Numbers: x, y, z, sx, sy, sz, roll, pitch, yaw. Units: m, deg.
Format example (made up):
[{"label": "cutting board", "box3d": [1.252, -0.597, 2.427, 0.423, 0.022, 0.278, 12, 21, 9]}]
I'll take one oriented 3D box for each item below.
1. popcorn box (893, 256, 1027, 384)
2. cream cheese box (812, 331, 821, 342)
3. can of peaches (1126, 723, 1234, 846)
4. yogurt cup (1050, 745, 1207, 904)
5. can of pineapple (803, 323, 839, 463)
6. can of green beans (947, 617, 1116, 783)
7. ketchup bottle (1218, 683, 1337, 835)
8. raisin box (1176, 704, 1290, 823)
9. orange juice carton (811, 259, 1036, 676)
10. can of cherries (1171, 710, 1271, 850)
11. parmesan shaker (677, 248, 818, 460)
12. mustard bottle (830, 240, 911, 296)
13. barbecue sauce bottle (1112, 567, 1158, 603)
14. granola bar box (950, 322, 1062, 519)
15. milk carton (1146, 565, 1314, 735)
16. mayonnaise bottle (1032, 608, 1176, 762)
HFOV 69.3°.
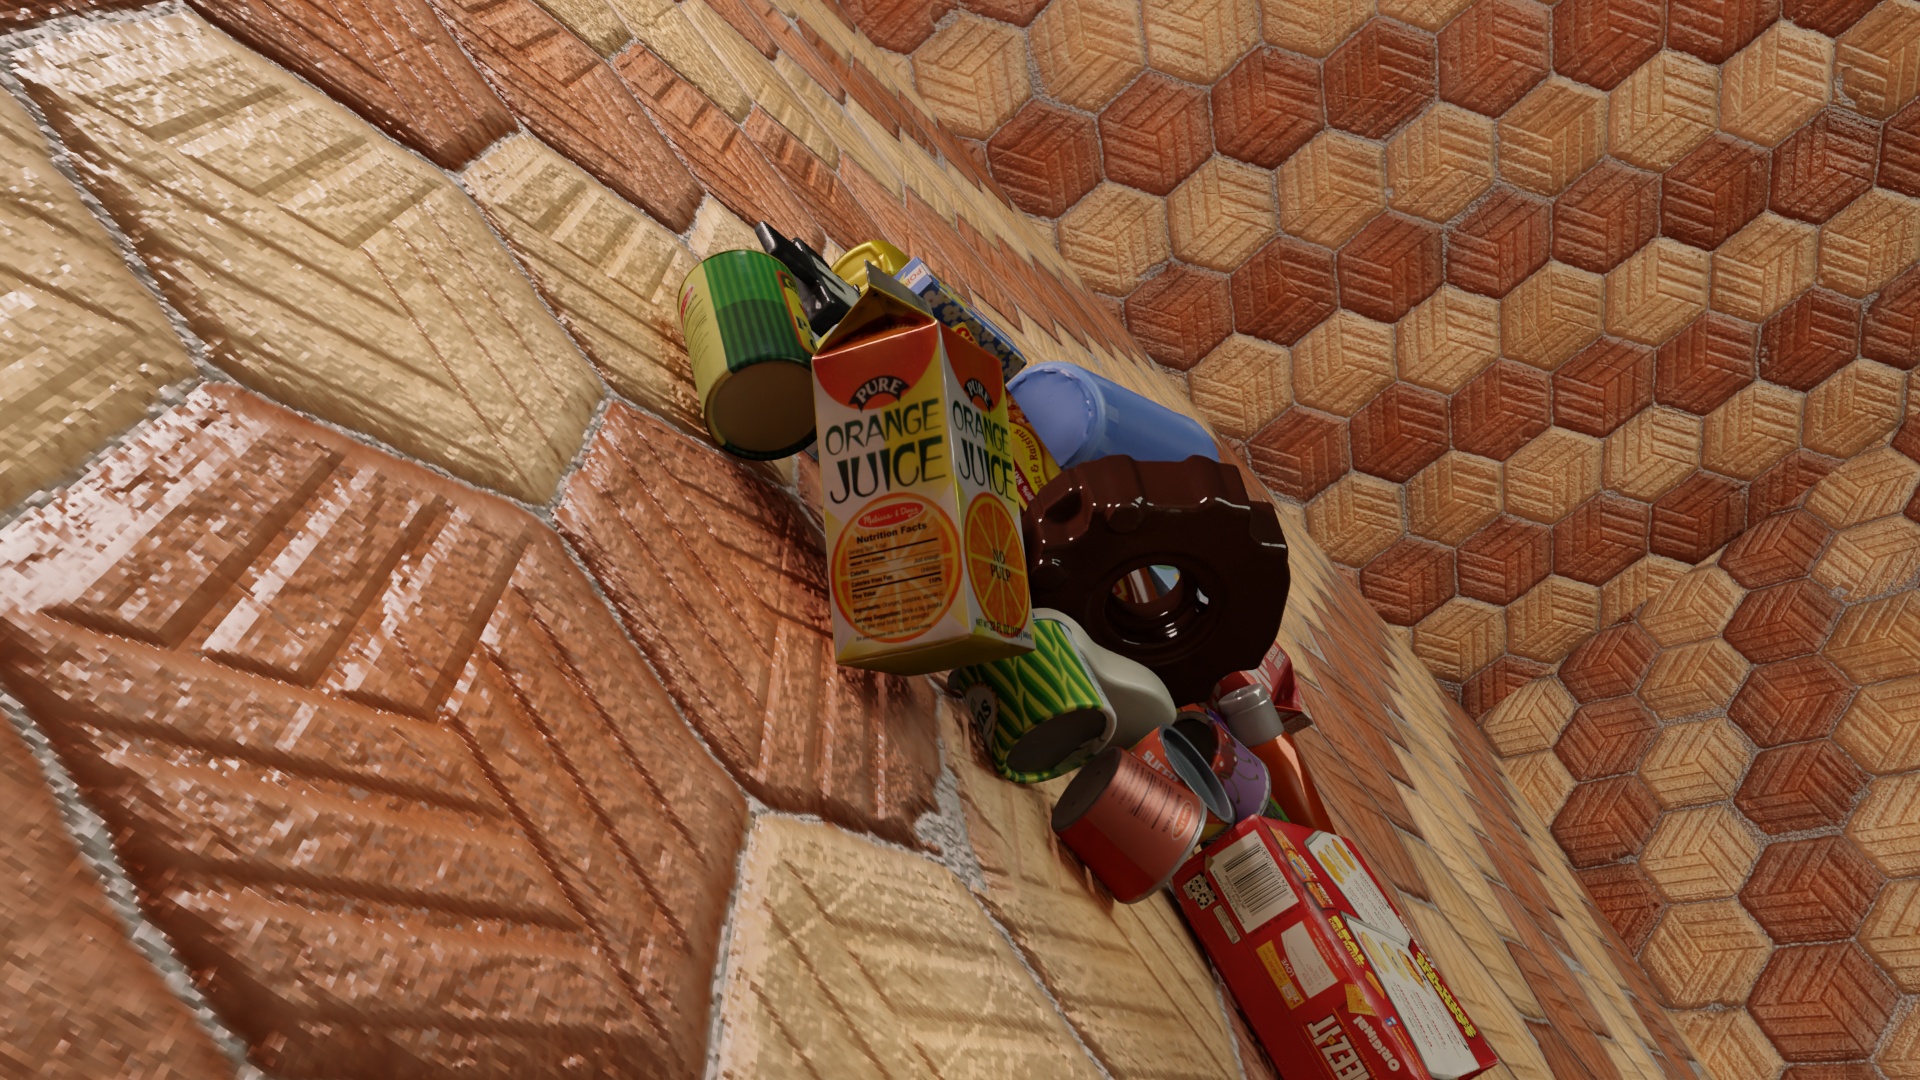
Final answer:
[{"label": "popcorn box", "box3d": [-0.020, -0.143, 1.035, 0.126, 0.085, 0.038, 33, 22, -46]}, {"label": "cream cheese box", "box3d": [-0.077, -0.096, 0.882, 0.103, 0.024, 0.053, 37, 19, -41]}, {"label": "can of peaches", "box3d": [0.110, 0.146, 0.780, 0.071, 0.058, 0.071, 46, 17, -18]}, {"label": "yogurt cup", "box3d": [0.083, 0.142, 0.706, 0.054, 0.072, 0.072, 40, 16, -7]}, {"label": "can of pineapple", "box3d": [-0.070, -0.083, 0.809, 0.071, 0.057, 0.071, 46, 16, -16]}, {"label": "can of green beans", "box3d": [0.039, 0.083, 0.711, 0.071, 0.071, 0.058, 33, 24, -49]}, {"label": "ketchup bottle", "box3d": [0.235, 0.179, 1.015, 0.149, 0.043, 0.065, 66, 10, 1]}, {"label": "raisin box", "box3d": [0.180, 0.171, 0.954, 0.086, 0.040, 0.124, 26, 28, -54]}, {"label": "orange juice carton", "box3d": [-0.020, -0.037, 0.668, 0.072, 0.073, 0.193, 22, 59, -61]}, {"label": "can of cherries", "box3d": [0.151, 0.151, 0.871, 0.058, 0.071, 0.072, 41, 18, -32]}, {"label": "parmesan shaker", "box3d": [-0.107, -0.095, 0.721, 0.071, 0.071, 0.103, 37, 21, -40]}, {"label": "mustard bottle", "box3d": [-0.051, -0.188, 1.106, 0.049, 0.065, 0.160, 61, 12, 17]}, {"label": "barbecue sauce bottle", "box3d": [0.120, 0.059, 1.012, 0.044, 0.064, 0.149, -4, 62, -48]}, {"label": "granola bar box", "box3d": [0.032, -0.055, 0.985, 0.166, 0.039, 0.123, 60, -6, 31]}, {"label": "milk carton", "box3d": [0.188, 0.084, 1.080, 0.190, 0.072, 0.074, 50, 37, -2]}, {"label": "mayonnaise bottle", "box3d": [0.055, 0.073, 0.792, 0.148, 0.064, 0.041, 38, 20, -27]}]
